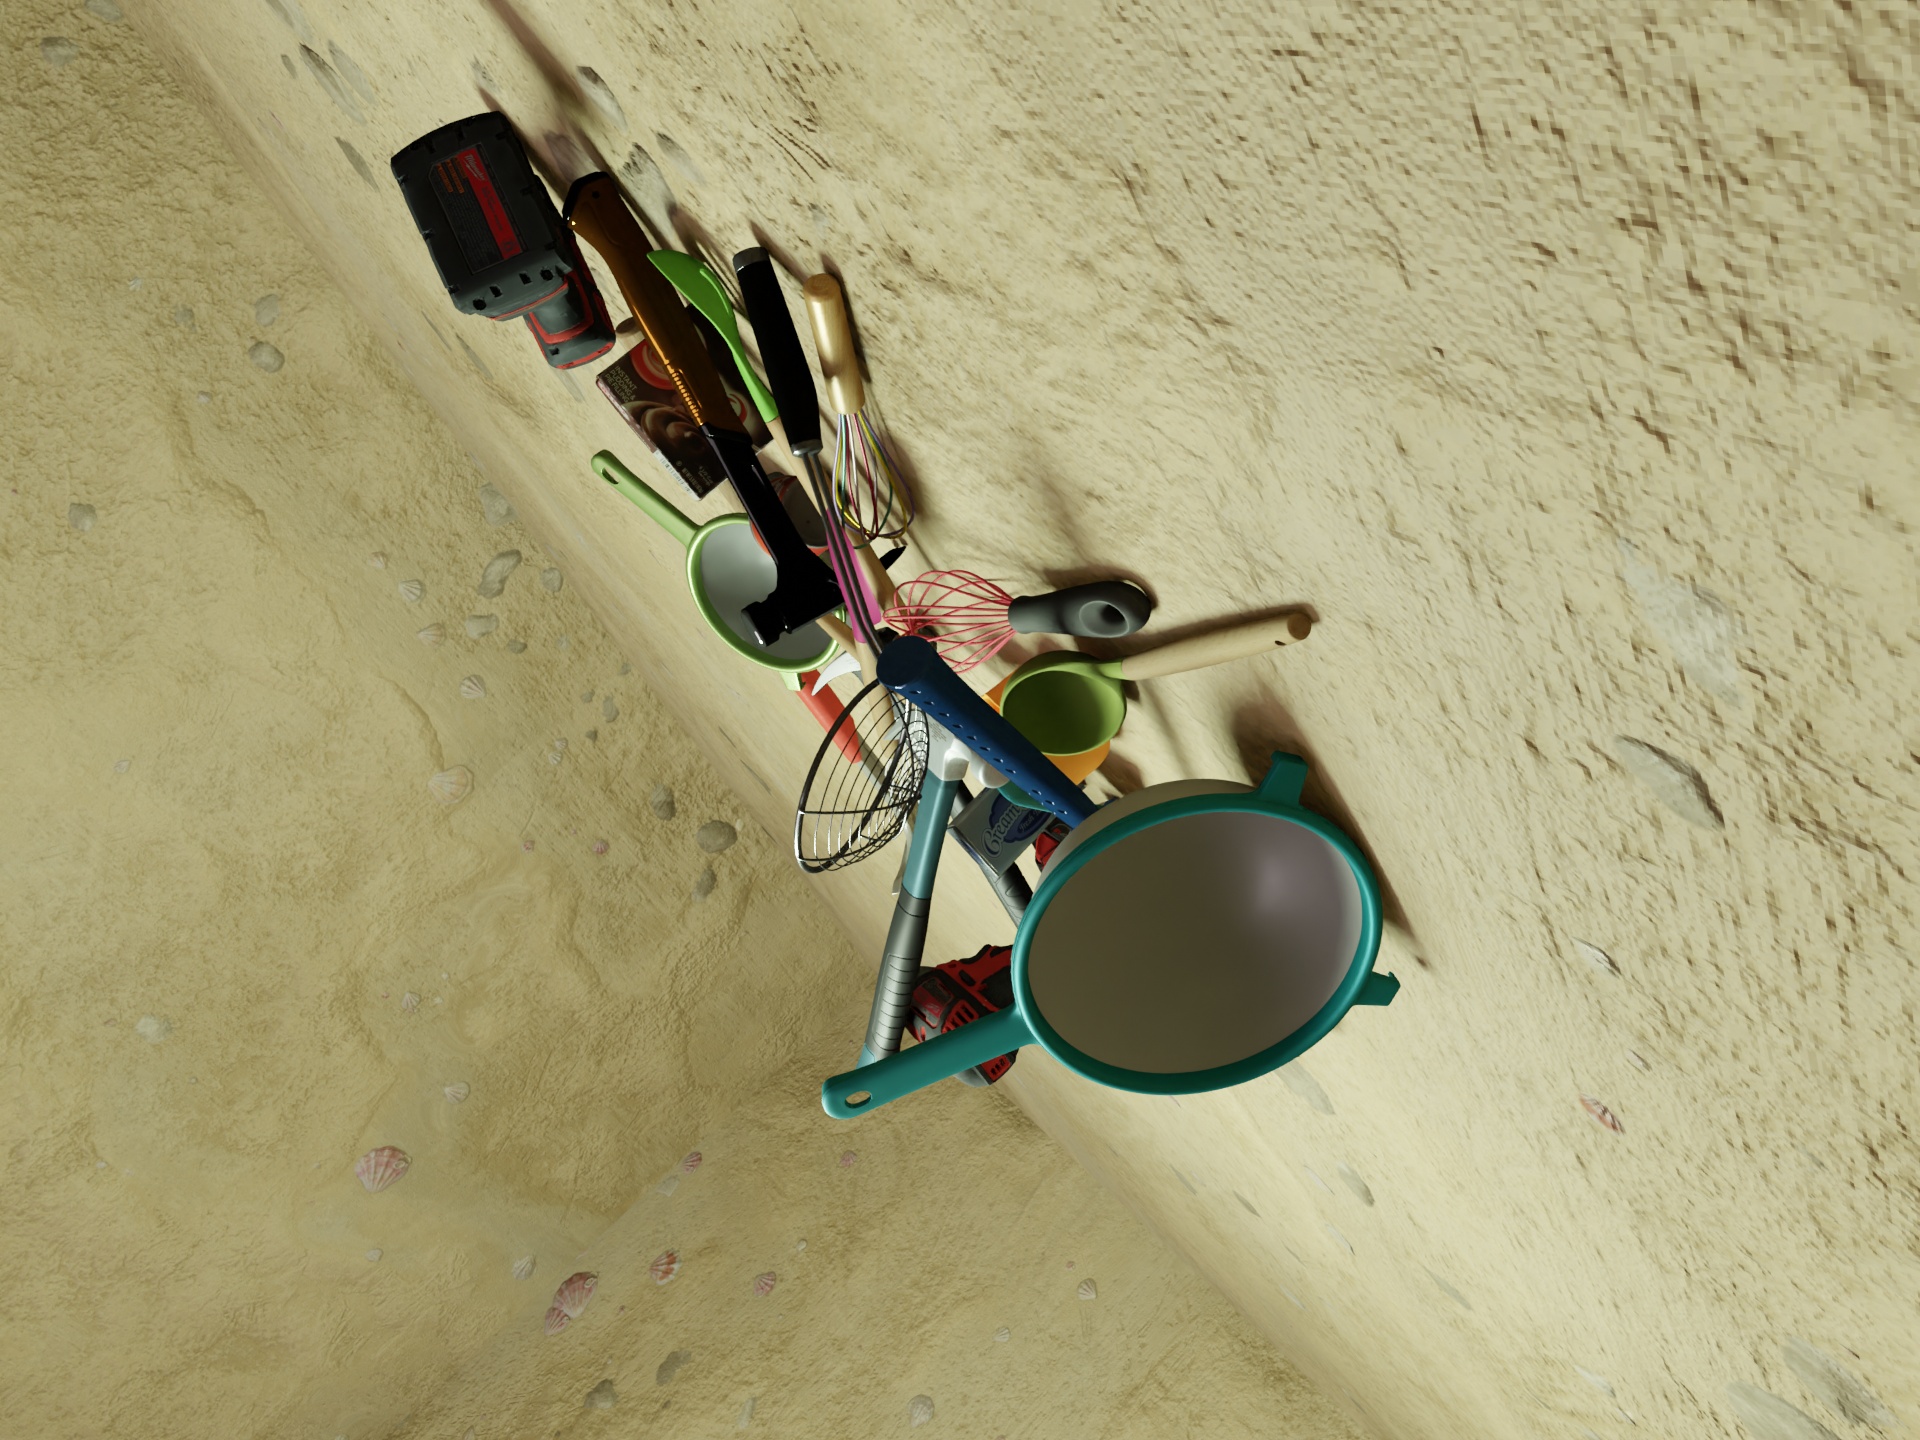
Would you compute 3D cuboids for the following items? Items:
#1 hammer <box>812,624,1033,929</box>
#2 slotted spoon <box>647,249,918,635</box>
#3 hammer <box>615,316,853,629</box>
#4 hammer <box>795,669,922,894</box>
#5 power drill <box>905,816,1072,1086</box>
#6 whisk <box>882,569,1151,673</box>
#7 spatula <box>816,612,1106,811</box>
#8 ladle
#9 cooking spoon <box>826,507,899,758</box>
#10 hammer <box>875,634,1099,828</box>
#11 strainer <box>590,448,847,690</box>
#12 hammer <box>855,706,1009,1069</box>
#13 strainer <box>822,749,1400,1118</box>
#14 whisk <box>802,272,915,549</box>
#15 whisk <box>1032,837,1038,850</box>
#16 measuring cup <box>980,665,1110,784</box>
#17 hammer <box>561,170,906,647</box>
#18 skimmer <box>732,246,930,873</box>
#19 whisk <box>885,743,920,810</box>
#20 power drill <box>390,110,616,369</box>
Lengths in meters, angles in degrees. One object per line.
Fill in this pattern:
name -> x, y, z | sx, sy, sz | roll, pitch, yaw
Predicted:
hammer -> -0.003, 0.071, 1.340 | 0.146, 0.035, 0.334 | -9, 118, 49
slotted spoon -> -0.112, -0.185, 1.082 | 0.313, 0.031, 0.070 | 58, -176, -20
hammer -> -0.196, -0.203, 1.362 | 0.130, 0.031, 0.331 | 32, 159, 50
hammer -> -0.122, 0.002, 1.492 | 0.358, 0.037, 0.149 | 55, -150, -36
power drill -> 0.045, 0.179, 1.265 | 0.143, 0.220, 0.078 | 30, 157, 54
whisk -> 0.030, -0.064, 0.980 | 0.073, 0.073, 0.296 | 52, 160, -18
spatula -> -0.002, -0.004, 1.189 | 0.318, 0.044, 0.082 | 40, -159, 28
ladle -> 0.102, -0.020, 0.870 | 0.078, 0.062, 0.320 | 20, 170, -15
cooking spoon -> -0.066, -0.048, 1.144 | 0.069, 0.017, 0.318 | 59, 170, 26
hammer -> 0.092, 0.069, 1.001 | 0.405, 0.035, 0.144 | 40, 172, -39
strainer -> -0.189, -0.151, 1.320 | 0.256, 0.069, 0.151 | 38, 136, 1
hammer -> -0.034, 0.137, 1.179 | 0.128, 0.033, 0.330 | 44, 129, 48
strainer -> 0.071, 0.135, 0.931 | 0.210, 0.340, 0.095 | 60, -170, -31
whisk -> -0.070, -0.183, 0.985 | 0.047, 0.051, 0.244 | 48, 166, 26
whisk -> 0.083, 0.120, 1.373 | 0.055, 0.055, 0.238 | 31, 155, 52
measuring cup -> 0.045, -0.009, 1.105 | 0.095, 0.052, 0.174 | 55, 172, -25
hammer -> -0.168, -0.225, 1.108 | 0.336, 0.127, 0.034 | 61, 166, -12
skimmer -> -0.098, -0.093, 0.943 | 0.127, 0.090, 0.363 | -14, -94, -68
whisk -> -0.042, 0.005, 1.428 | 0.070, 0.070, 0.284 | 43, 161, 21
power drill -> -0.316, -0.351, 1.110 | 0.227, 0.080, 0.188 | -108, -5, -85
